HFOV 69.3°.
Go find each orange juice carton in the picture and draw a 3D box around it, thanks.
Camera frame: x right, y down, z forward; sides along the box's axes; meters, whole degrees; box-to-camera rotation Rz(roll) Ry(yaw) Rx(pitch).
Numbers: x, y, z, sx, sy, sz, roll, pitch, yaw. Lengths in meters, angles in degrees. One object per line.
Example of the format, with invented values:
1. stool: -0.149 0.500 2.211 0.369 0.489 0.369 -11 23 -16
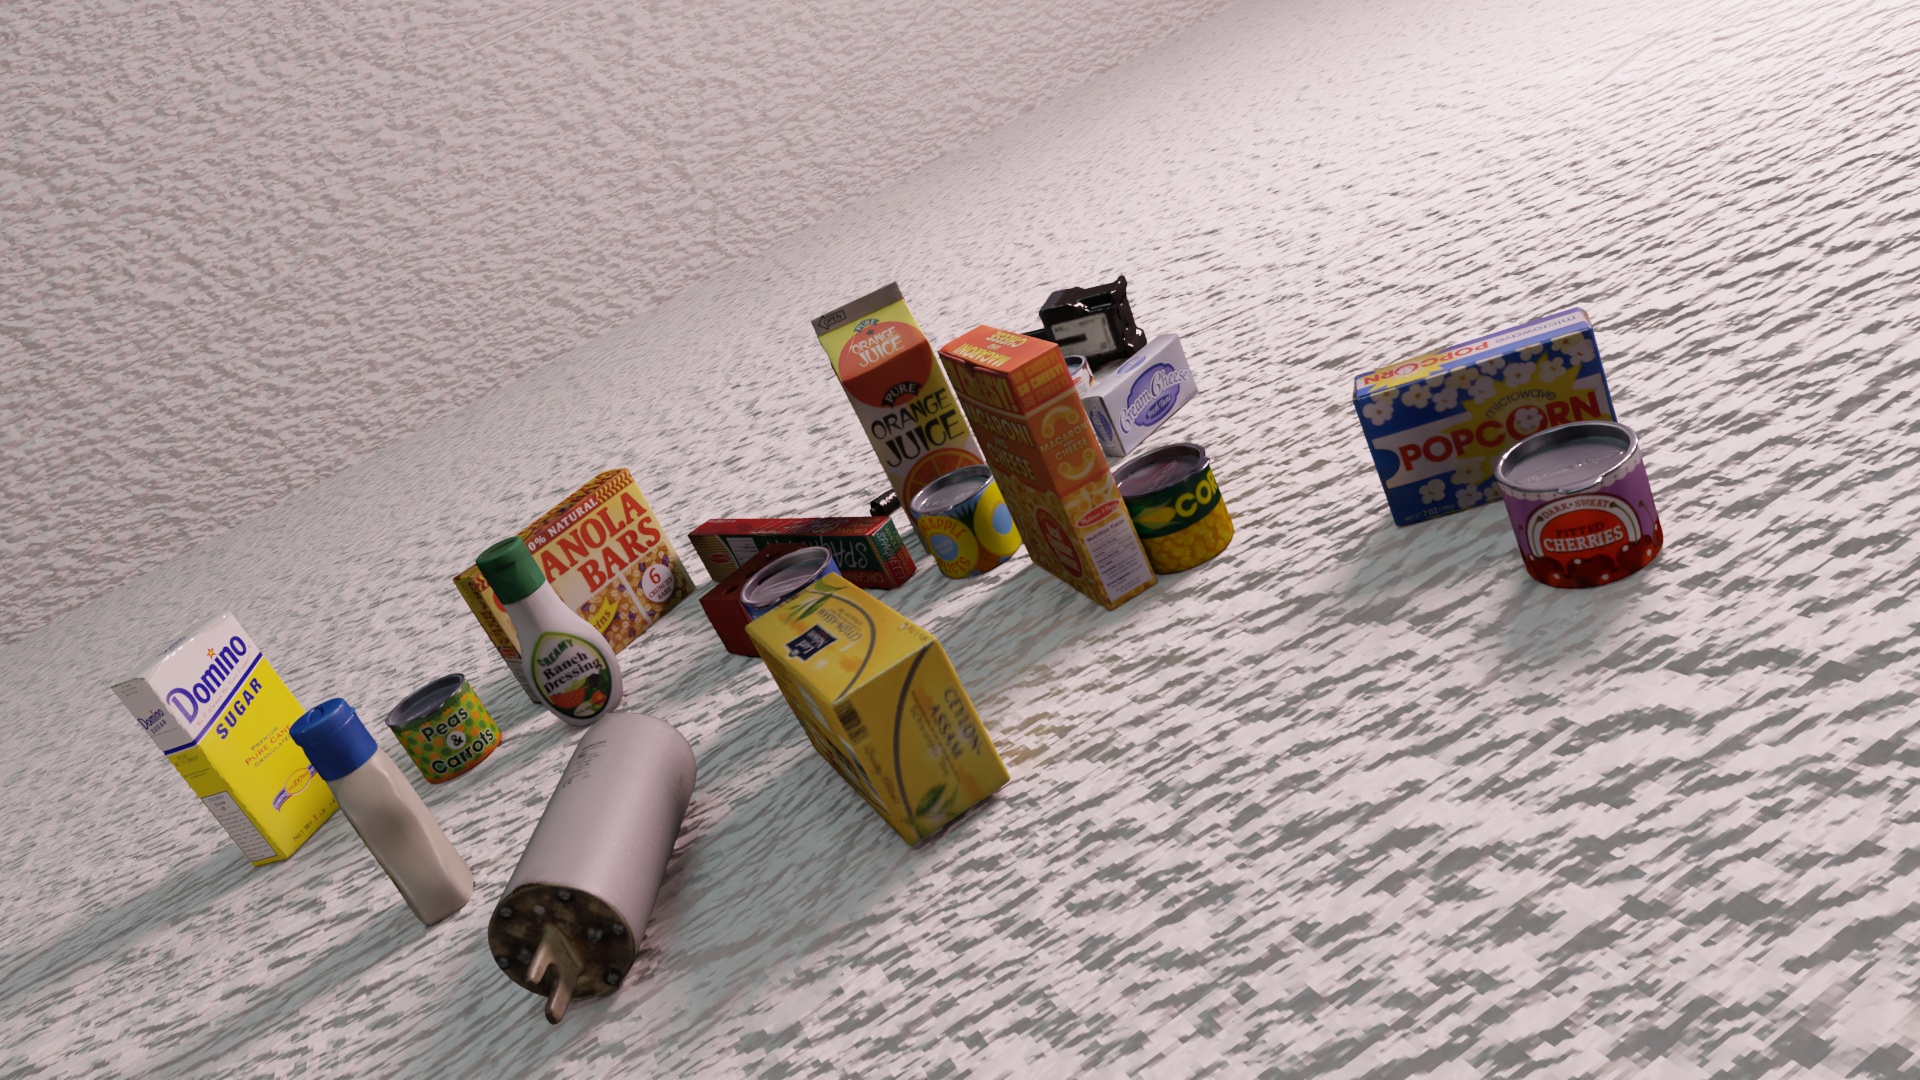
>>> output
1. orange juice carton: -0.039 -0.095 1.047 0.072 0.192 0.073 -27 21 -2

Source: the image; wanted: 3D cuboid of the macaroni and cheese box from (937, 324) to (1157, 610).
1. macaroni and cheese box: 0.052 -0.048 0.877 0.040 0.166 0.124 -30 22 -11

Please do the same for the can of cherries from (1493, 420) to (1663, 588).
1. can of cherries: 0.302 -0.016 0.679 0.071 0.058 0.072 -22 22 9

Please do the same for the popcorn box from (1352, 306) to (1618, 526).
1. popcorn box: 0.292 -0.067 0.769 0.126 0.085 0.038 -17 23 21

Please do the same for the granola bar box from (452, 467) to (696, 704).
1. granola bar box: -0.312 0.036 1.138 0.039 0.124 0.166 -4 30 44

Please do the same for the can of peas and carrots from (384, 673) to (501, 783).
1. can of peas and carrots: -0.396 0.145 1.070 0.071 0.058 0.071 -22 22 9

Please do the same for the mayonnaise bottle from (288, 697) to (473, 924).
1. mayonnaise bottle: -0.357 0.166 0.860 0.041 0.147 0.065 -33 22 -17

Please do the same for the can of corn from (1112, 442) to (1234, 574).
1. can of corn: 0.134 -0.020 0.870 0.071 0.058 0.071 -22 22 9

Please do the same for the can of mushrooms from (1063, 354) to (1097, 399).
1. can of mushrooms: 0.084 -0.134 1.214 0.071 0.033 0.071 -22 22 9

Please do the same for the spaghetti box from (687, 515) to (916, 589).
1. spaghetti box: -0.131 0.009 1.102 0.250 0.050 0.029 0 33 47

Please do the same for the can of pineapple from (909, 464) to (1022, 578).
1. can of pineapple: 0.004 -0.012 0.994 0.071 0.057 0.071 -22 22 9

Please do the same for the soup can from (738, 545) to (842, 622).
1. soup can: -0.098 0.058 0.911 0.071 0.083 0.071 -22 22 9

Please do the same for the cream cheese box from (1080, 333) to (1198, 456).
1. cream cheese box: 0.141 -0.113 1.079 0.104 0.053 0.024 -40 25 -32

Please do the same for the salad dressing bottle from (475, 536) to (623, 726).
1. salad dressing bottle: -0.304 0.067 1.027 0.064 0.147 0.044 -29 22 -7
